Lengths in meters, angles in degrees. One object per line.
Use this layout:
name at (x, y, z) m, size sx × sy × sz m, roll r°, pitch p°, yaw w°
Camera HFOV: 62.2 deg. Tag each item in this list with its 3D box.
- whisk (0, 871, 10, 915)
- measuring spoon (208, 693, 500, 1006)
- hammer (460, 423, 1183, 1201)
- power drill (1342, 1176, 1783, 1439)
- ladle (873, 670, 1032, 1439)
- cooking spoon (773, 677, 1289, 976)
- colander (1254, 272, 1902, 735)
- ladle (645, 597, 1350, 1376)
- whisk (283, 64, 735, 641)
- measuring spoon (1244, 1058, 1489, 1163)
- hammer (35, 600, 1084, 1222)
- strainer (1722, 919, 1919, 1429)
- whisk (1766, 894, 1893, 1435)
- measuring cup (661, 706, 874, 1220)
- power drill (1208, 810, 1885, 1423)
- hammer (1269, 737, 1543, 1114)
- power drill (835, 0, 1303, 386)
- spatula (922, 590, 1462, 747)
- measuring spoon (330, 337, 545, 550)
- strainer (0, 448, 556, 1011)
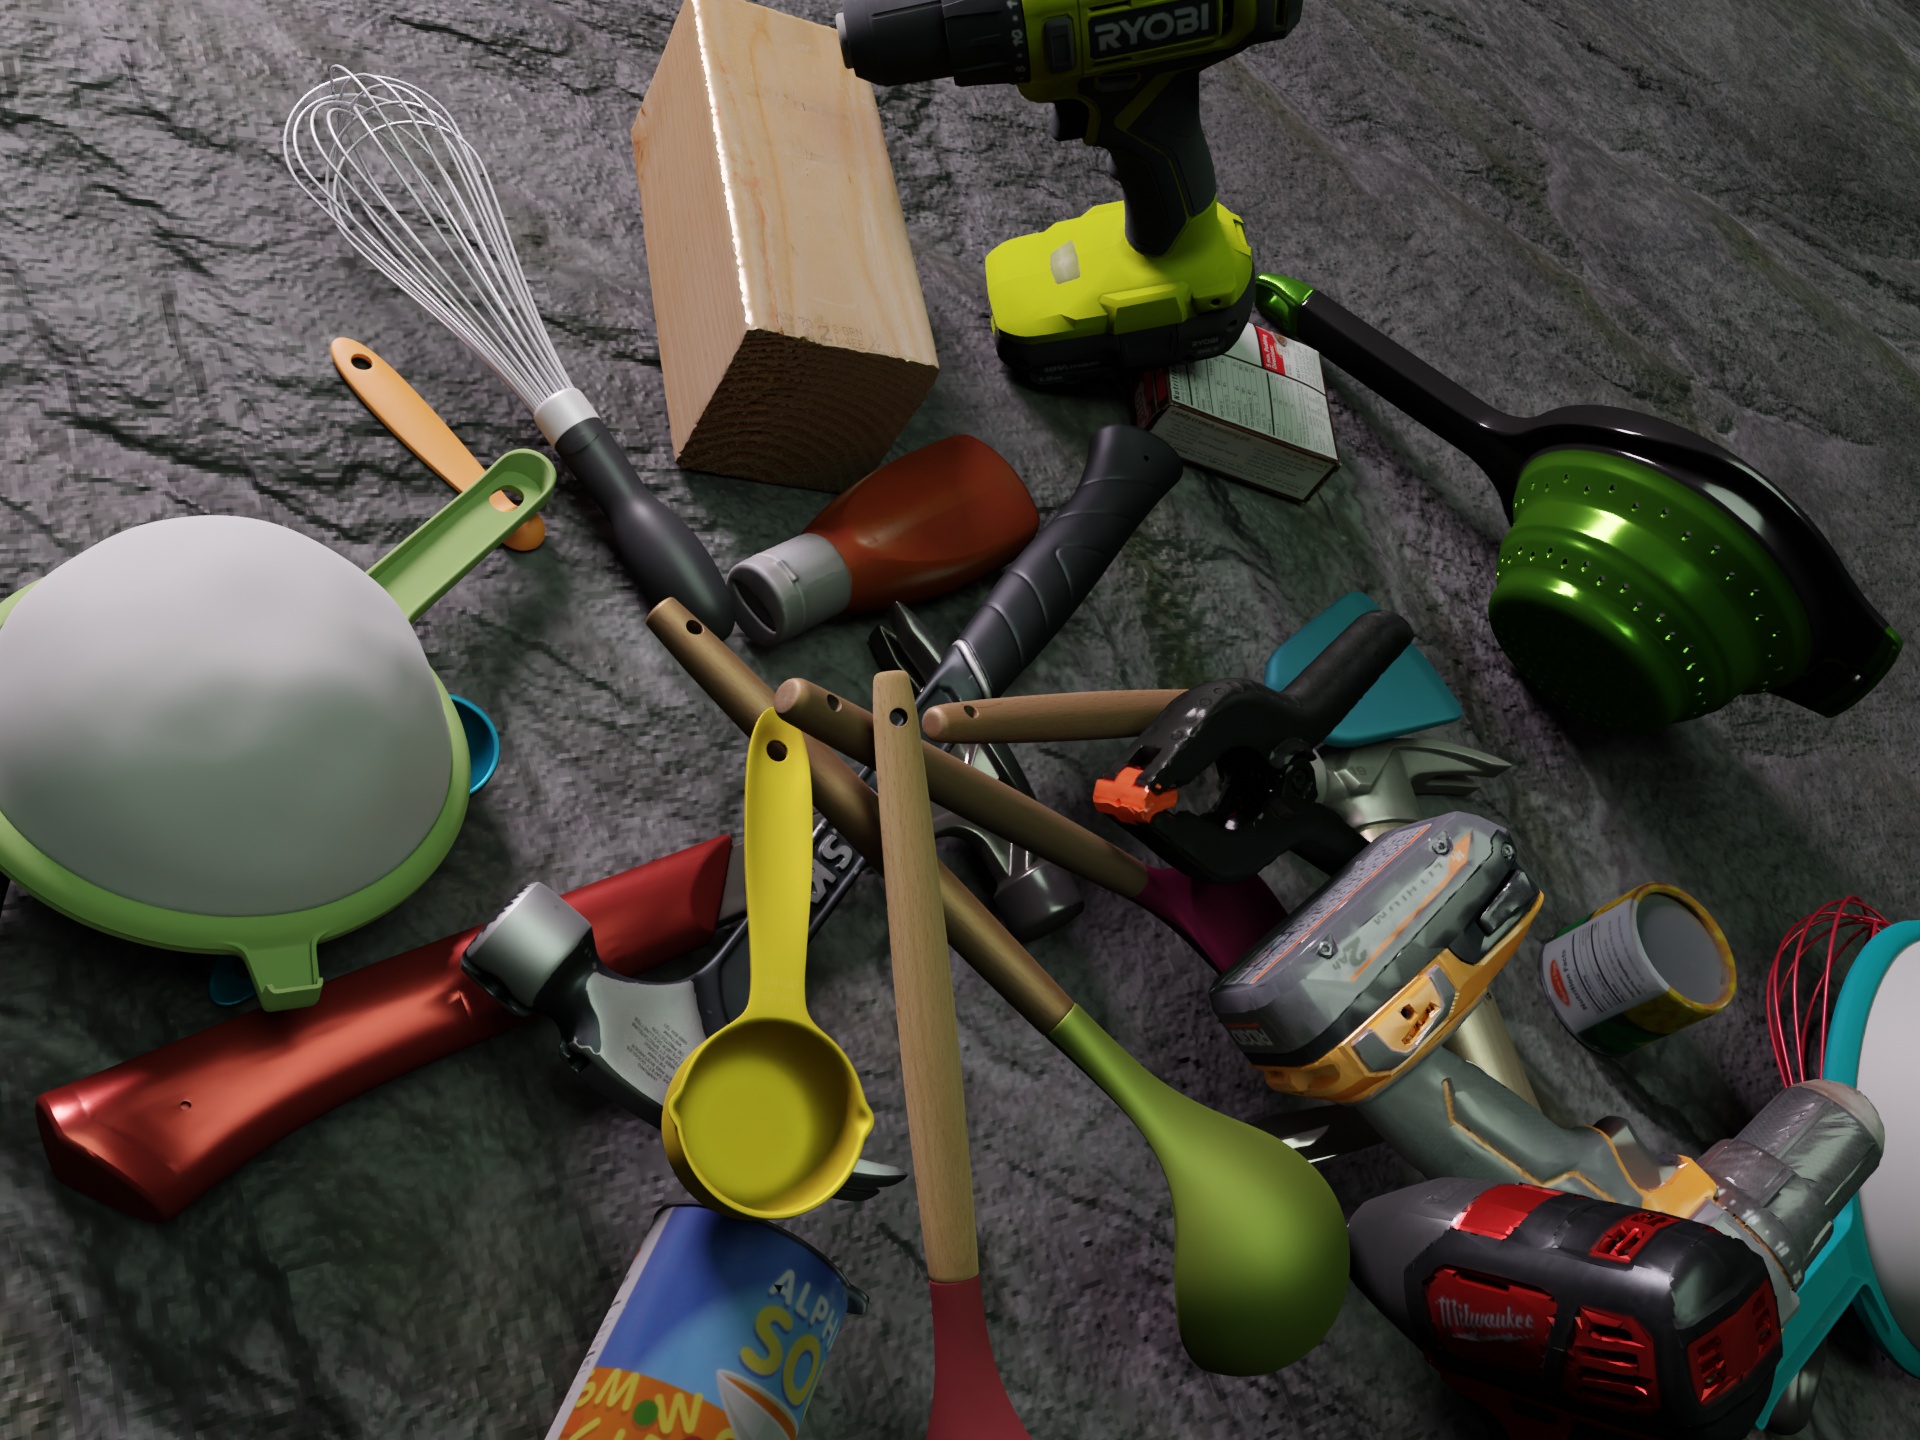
whisk at (-0.283, 0.036, 0.463) m, size 0.055 × 0.055 × 0.239 m, roll 23°, pitch 46°, yaw -16°
measuring spoon at (-0.201, 0.044, 0.526) m, size 0.042 × 0.021 × 0.129 m, roll 34°, pitch 58°, yaw -2°
hammer at (-0.001, -0.002, 0.610) m, size 0.149 × 0.036 × 0.409 m, roll 42°, pitch 48°, yaw -4°
power drill at (0.190, 0.252, 0.500) m, size 0.078 × 0.143 × 0.219 m, roll -16°, pitch 96°, yaw -35°
ladle at (-0.004, 0.141, 0.481) m, size 0.069 × 0.031 × 0.315 m, roll -6°, pitch 85°, yaw -11°
cooking spoon at (0.049, 0.051, 0.589) m, size 0.318 × 0.017 × 0.069 m, roll 30°, pitch 47°, yaw -42°
colander at (0.291, -0.110, 0.864) m, size 0.397 × 0.204 × 0.094 m, roll 41°, pitch 81°, yaw 21°
ladle at (0.007, 0.084, 0.521) m, size 0.320 × 0.062 × 0.078 m, roll 45°, pitch 45°, yaw 3°
whisk at (-0.178, -0.146, 0.641) m, size 0.070 × 0.070 × 0.284 m, roll -31°, pitch 84°, yaw -41°
measuring spoon at (0.153, 0.161, 0.632) m, size 0.124 × 0.018 × 0.034 m, roll -10°, pitch 77°, yaw -7°
hammer at (-0.119, 0.062, 0.545) m, size 0.359 × 0.036 × 0.149 m, roll -19°, pitch 71°, yaw -38°
strainer at (0.437, 0.212, 0.680) m, size 0.340 × 0.095 × 0.211 m, roll -19°, pitch 96°, yaw -40°
whisk at (0.409, 0.198, 0.754) m, size 0.073 × 0.073 × 0.296 m, roll 37°, pitch 54°, yaw -4°
measuring cup at (-0.060, 0.071, 0.481) m, size 0.062 × 0.029 × 0.157 m, roll 10°, pitch 62°, yaw -24°
power drill at (0.227, 0.141, 0.596) m, size 0.185 × 0.084 × 0.226 m, roll -38°, pitch 87°, yaw -15°
hammer at (0.248, 0.192, 0.676) m, size 0.146 × 0.038 × 0.411 m, roll 2°, pitch 60°, yaw -31°
power drill at (0.054, -0.262, 0.733) m, size 0.190 × 0.228 × 0.080 m, roll -10°, pitch 60°, yaw 3°
spatula at (0.101, -0.013, 0.655) m, size 0.317 × 0.044 × 0.082 m, roll -4°, pitch 53°, yaw -48°
measuring spoon at (-0.206, -0.111, 0.626) m, size 0.117 × 0.011 × 0.021 m, roll 45°, pitch 48°, yaw 4°
strainer at (-0.196, -0.041, 0.511) m, size 0.151 × 0.069 × 0.256 m, roll 35°, pitch 41°, yaw -4°
